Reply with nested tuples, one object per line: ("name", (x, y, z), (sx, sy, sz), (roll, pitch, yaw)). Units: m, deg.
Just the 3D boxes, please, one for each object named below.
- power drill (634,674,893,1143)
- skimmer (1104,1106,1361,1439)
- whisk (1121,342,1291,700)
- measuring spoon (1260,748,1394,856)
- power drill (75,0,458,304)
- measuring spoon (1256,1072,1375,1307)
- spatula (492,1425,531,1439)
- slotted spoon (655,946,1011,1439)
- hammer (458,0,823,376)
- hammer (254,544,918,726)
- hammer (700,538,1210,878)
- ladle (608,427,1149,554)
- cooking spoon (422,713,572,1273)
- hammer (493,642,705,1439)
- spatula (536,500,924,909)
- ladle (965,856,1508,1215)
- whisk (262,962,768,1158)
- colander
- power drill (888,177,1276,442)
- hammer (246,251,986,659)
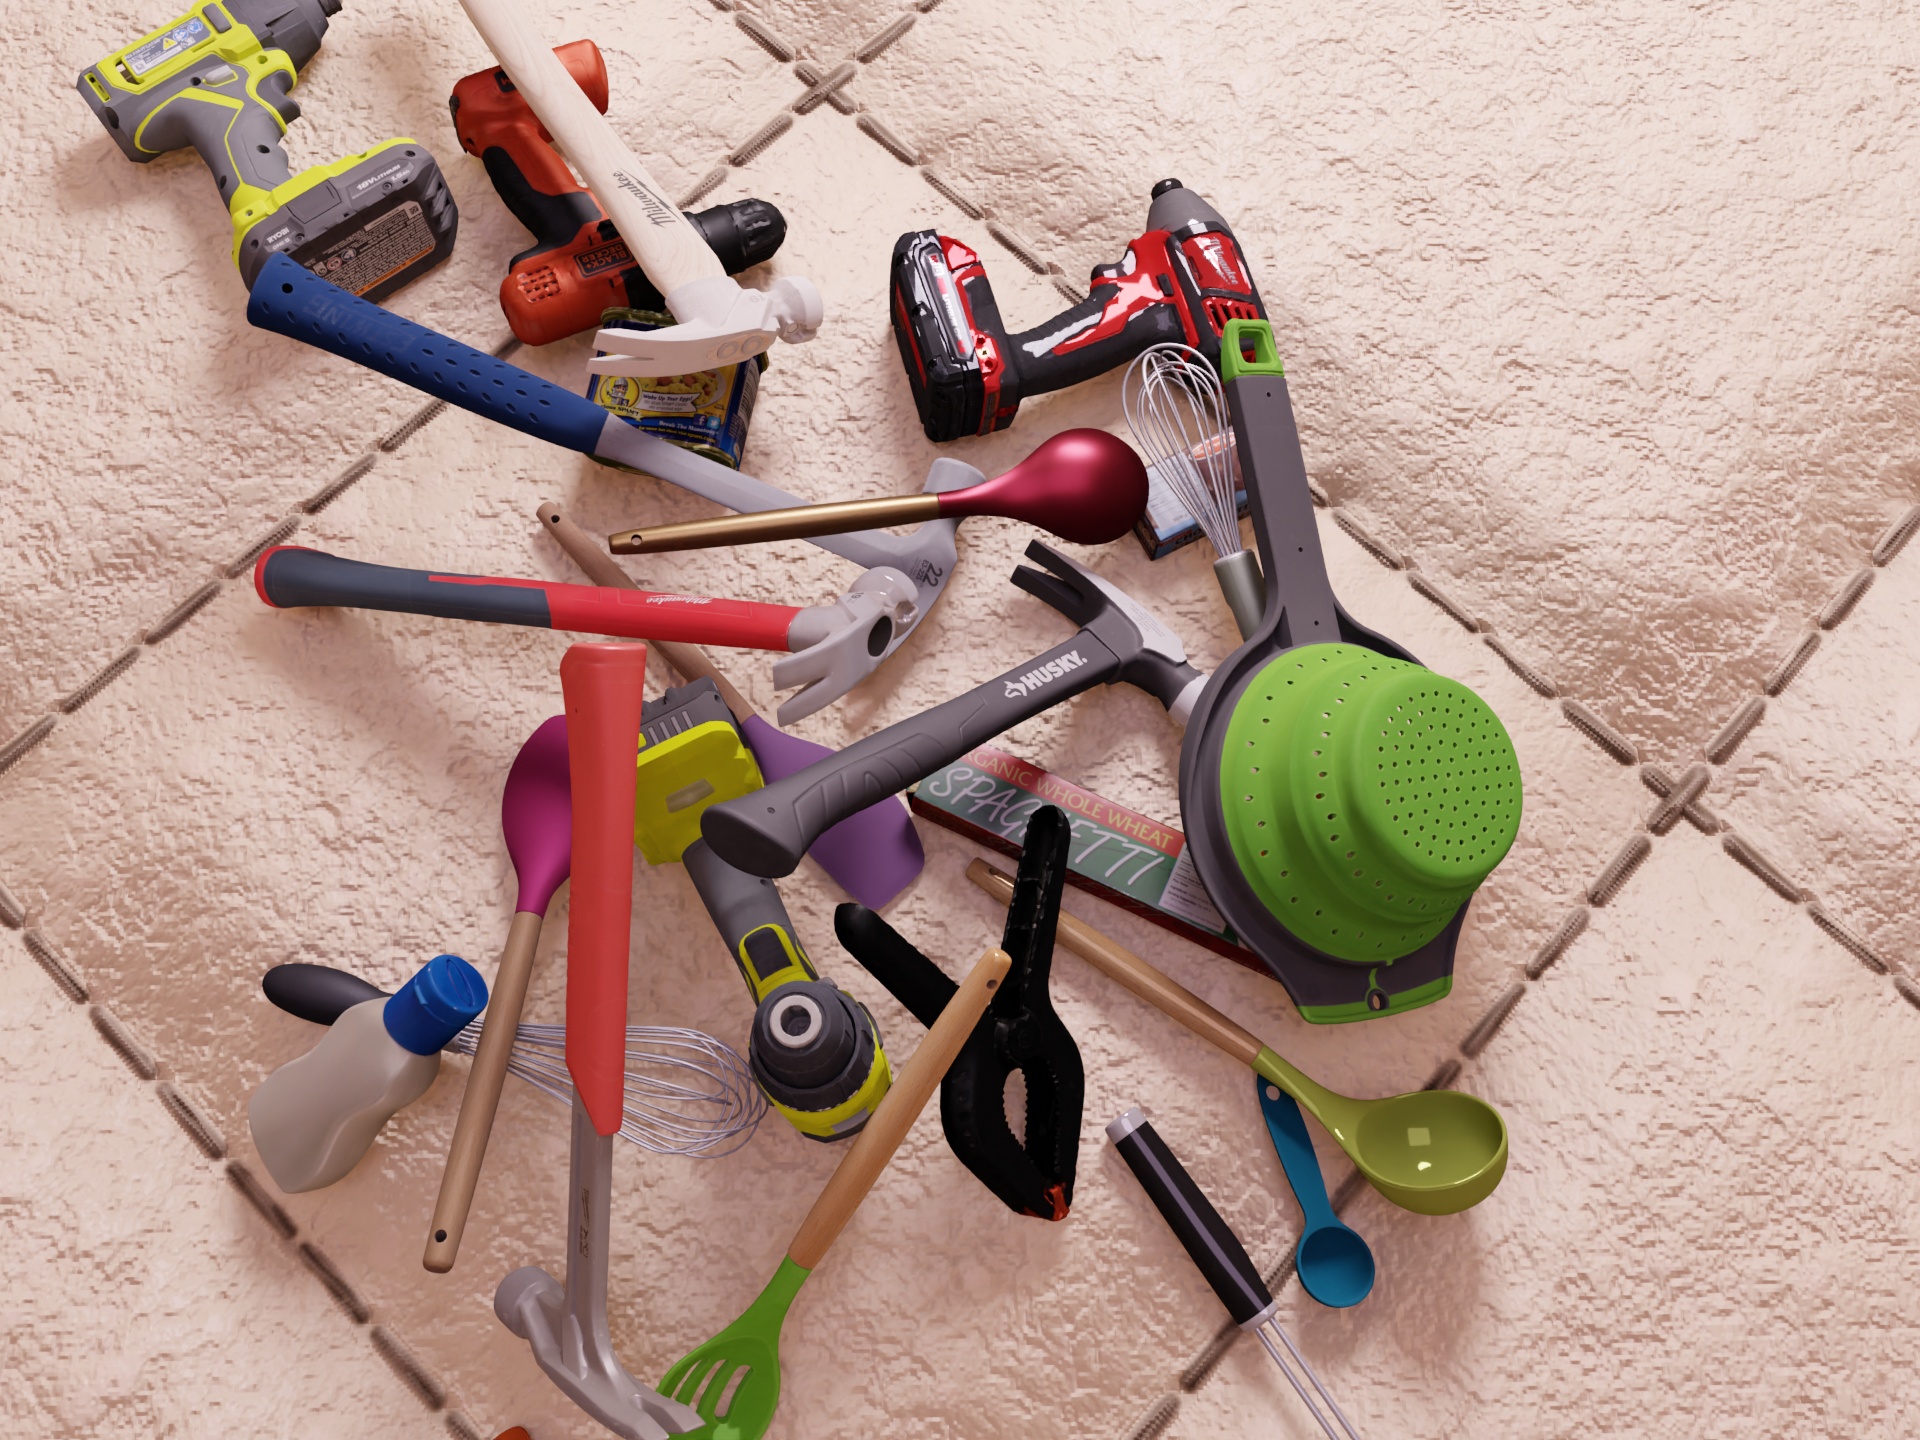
("power drill", (-0.107, 0.097, 0.798), (0.080, 0.190, 0.229), (-27, 70, -9))
("skimmer", (0.176, 0.352, 0.772), (0.127, 0.090, 0.363), (-42, 73, 19))
("whisk", (0.154, -0.101, 0.922), (0.059, 0.058, 0.246), (-20, 90, 25))
("measuring spoon", (0.205, 0.048, 0.917), (0.117, 0.011, 0.021), (-32, 75, -15))
("power drill", (-0.424, -0.367, 1.000), (0.171, 0.080, 0.223), (-37, 73, -12))
("measuring spoon", (0.182, 0.248, 0.848), (0.042, 0.021, 0.129), (-9, 63, -16))
("spatula", (-0.140, 0.486, 0.755), (0.081, 0.041, 0.323), (-43, 82, -14))
("slotted spoon", (-0.062, 0.241, 0.772), (0.070, 0.031, 0.313), (27, 99, -32))
("hammer", (-0.247, -0.367, 0.945), (0.146, 0.038, 0.411), (-23, 70, -37))
("hammer", (-0.226, -0.056, 0.846), (0.386, 0.143, 0.038), (6, 115, 19))
("hammer", (-0.001, -0.003, 0.823), (0.146, 0.035, 0.335), (45, 43, 18))
("ladle", (-0.039, -0.119, 0.896), (0.315, 0.031, 0.069), (-9, 88, -12))
("cooking spoon", (-0.231, 0.126, 0.829), (0.069, 0.017, 0.319), (4, 55, 2))
("hammer", (-0.166, 0.144, 0.743), (0.036, 0.149, 0.359), (-2, 99, -43))
("spatula", (-0.139, -0.018, 0.922), (0.060, 0.018, 0.316), (-43, 79, -14))
("ladle", (0.140, 0.156, 0.851), (0.320, 0.062, 0.078), (32, 40, 13))
("whisk", (-0.238, 0.172, 0.839), (0.284, 0.070, 0.070), (13, 72, 7))
("colander", (0.210, -0.042, 0.849), (0.204, 0.094, 0.397), (-5, 80, -27))
("power drill", (0.073, -0.258, 0.979), (0.219, 0.078, 0.143), (-13, 73, -9))
("hammer", (-0.193, -0.151, 0.893), (0.405, 0.035, 0.144), (22, 83, -11))
